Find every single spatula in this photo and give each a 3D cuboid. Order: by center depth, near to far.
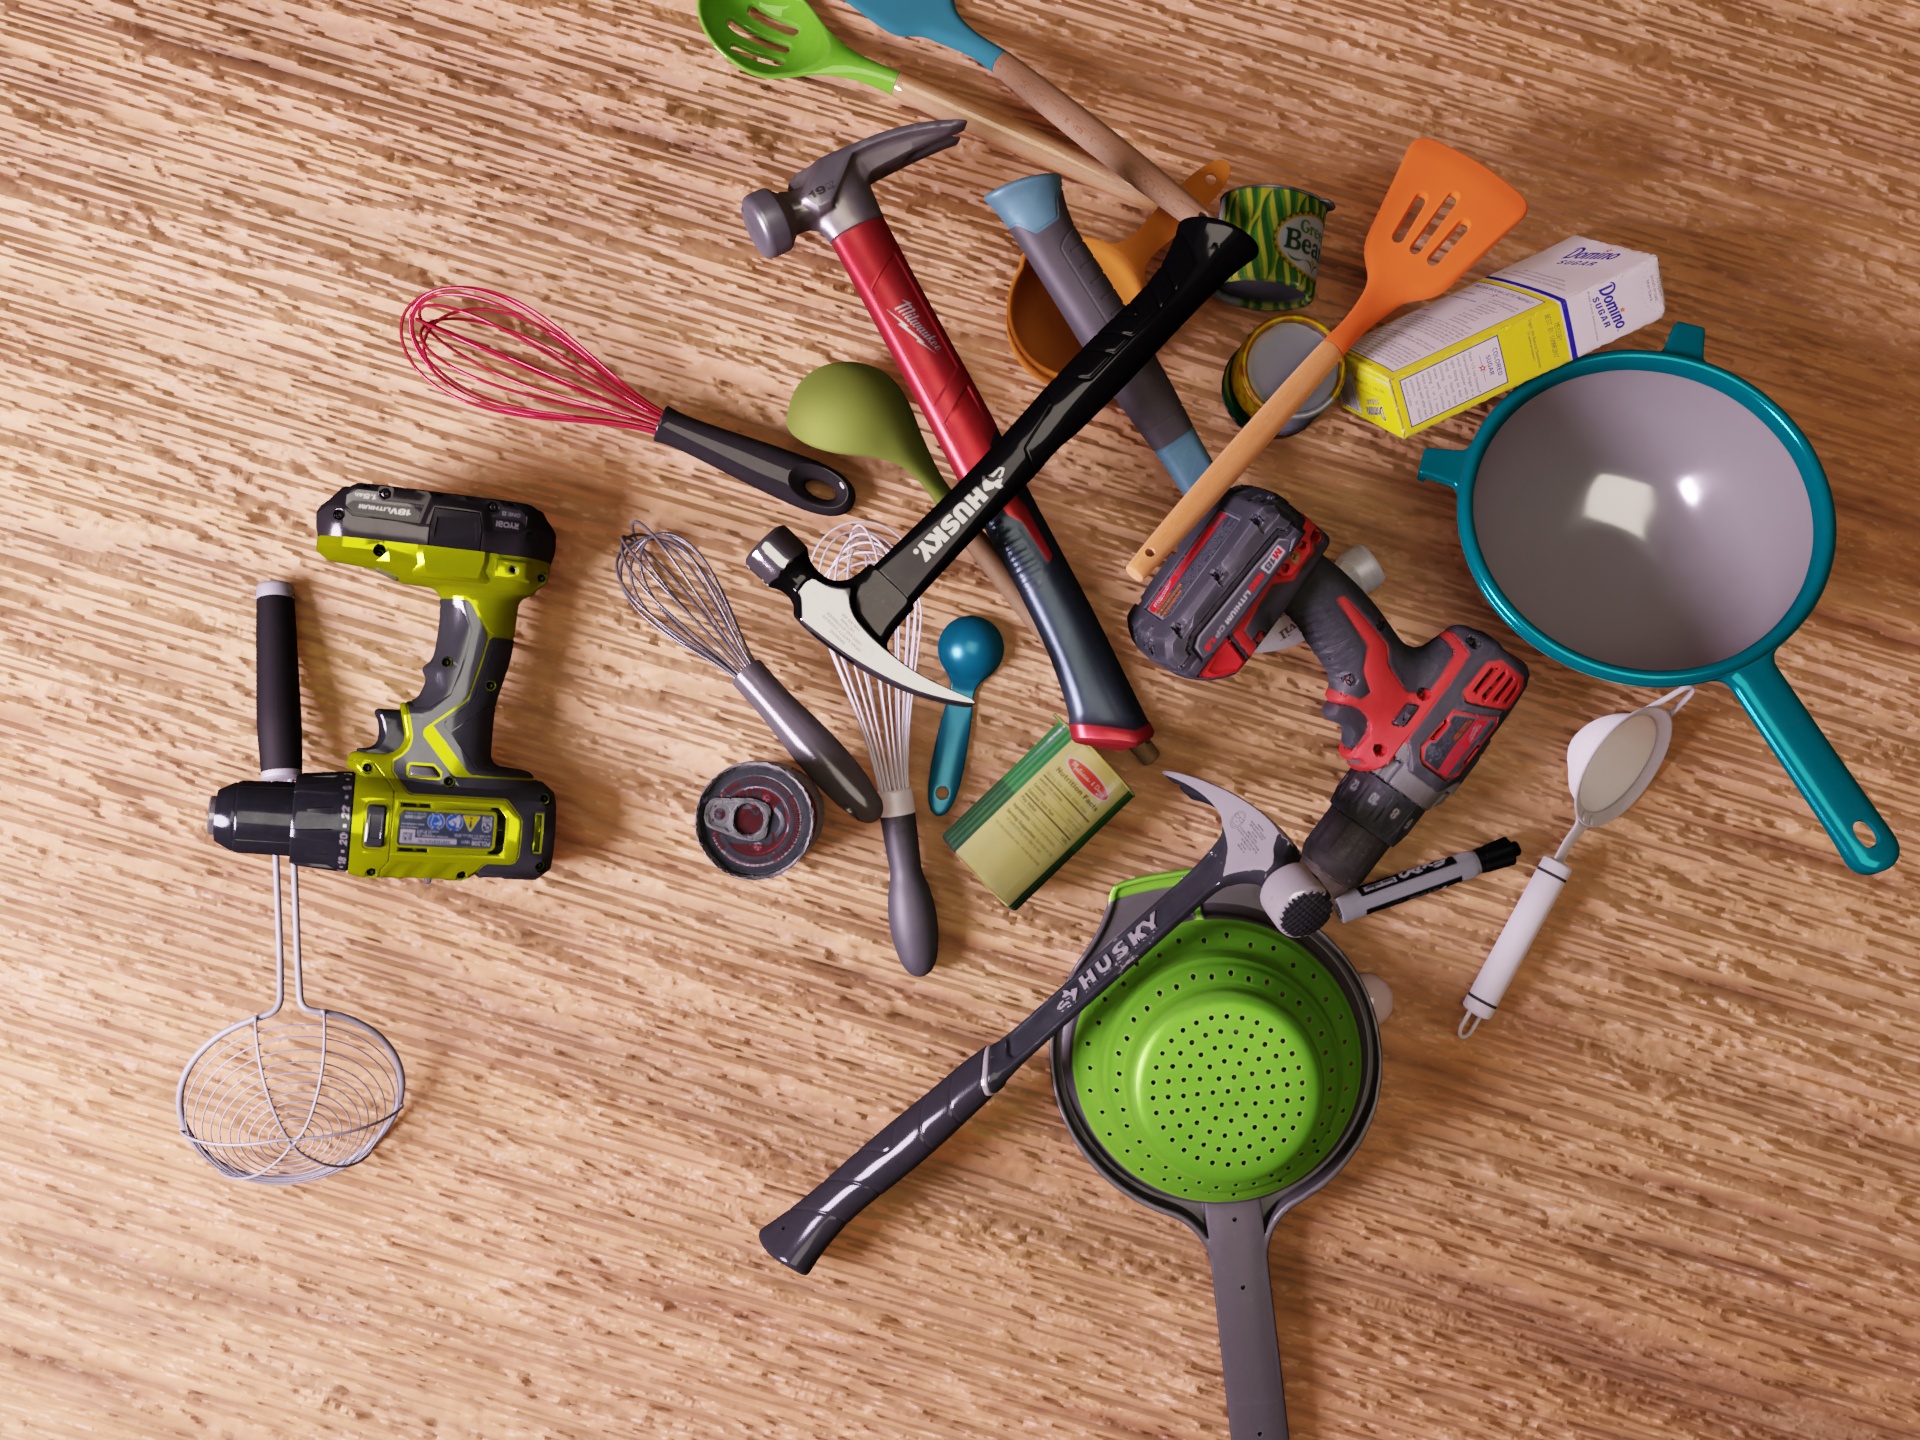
[{"bbox_3d":[0.202,-0.204,0.926,0.081,0.041,0.322,39,79,13],"label":"spatula"},{"bbox_3d":[0.041,-0.394,0.973,0.318,0.044,0.082,43,84,15],"label":"spatula"}]

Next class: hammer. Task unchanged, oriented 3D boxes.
[{"bbox_3d":[0.047,-0.155,0.893,0.146,0.035,0.335,44,85,-2],"label":"hammer"},{"bbox_3d":[0.024,-0.162,0.933,0.143,0.038,0.386,-28,90,-12],"label":"hammer"},{"bbox_3d":[0.031,0.191,0.946,0.409,0.149,0.036,-43,126,10],"label":"hammer"},{"bbox_3d":[0.122,-0.182,0.954,0.128,0.033,0.330,-35,106,1],"label":"hammer"}]

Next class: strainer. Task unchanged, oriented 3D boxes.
[{"bbox_3d":[0.428,-0.055,0.943,0.211,0.095,0.340,-27,74,-3],"label":"strainer"},{"bbox_3d":[0.371,0.084,0.990,0.086,0.050,0.258,24,95,-44],"label":"strainer"}]

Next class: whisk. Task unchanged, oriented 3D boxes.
[{"bbox_3d":[-0.127,-0.030,0.964,0.055,0.055,0.239,-42,82,-1],"label":"whisk"},{"bbox_3d":[-0.046,0.019,0.979,0.070,0.070,0.284,-8,93,-1],"label":"whisk"},{"bbox_3d":[-0.203,-0.191,0.980,0.295,0.073,0.073,22,89,-7],"label":"whisk"}]

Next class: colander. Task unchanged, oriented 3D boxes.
[{"bbox_3d":[0.164,0.290,0.948,0.204,0.094,0.397,-7,91,4],"label":"colander"}]

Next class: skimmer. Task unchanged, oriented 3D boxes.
[{"bbox_3d":[-0.415,0.099,0.979,0.127,0.090,0.363,-3,77,-21],"label":"skimmer"}]

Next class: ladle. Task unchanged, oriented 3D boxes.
[{"bbox_3d":[0.012,-0.092,0.988,0.320,0.078,0.062,50,131,-7],"label":"ladle"}]

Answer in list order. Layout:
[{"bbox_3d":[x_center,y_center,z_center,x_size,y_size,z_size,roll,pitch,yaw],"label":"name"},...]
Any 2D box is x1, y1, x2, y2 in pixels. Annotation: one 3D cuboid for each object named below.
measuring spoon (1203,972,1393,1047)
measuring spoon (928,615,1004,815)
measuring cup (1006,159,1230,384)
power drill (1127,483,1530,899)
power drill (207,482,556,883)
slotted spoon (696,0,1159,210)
[{"bbox_3d":[0.212,0.187,0.995,0.124,0.018,0.034,-13,89,-1],"label":"measuring spoon"},{"bbox_3d":[-0.002,-0.003,0.993,0.042,0.021,0.128,11,87,-1],"label":"measuring spoon"},{"bbox_3d":[0.101,-0.278,0.988,0.173,0.052,0.095,-45,90,-3],"label":"measuring cup"},{"bbox_3d":[0.209,-0.013,0.953,0.226,0.080,0.188,34,97,-18],"label":"power drill"},{"bbox_3d":[-0.333,-0.019,0.942,0.190,0.080,0.228,5,88,-21],"label":"power drill"},{"bbox_3d":[-0.017,-0.388,1.000,0.313,0.031,0.070,23,74,-2],"label":"slotted spoon"}]
